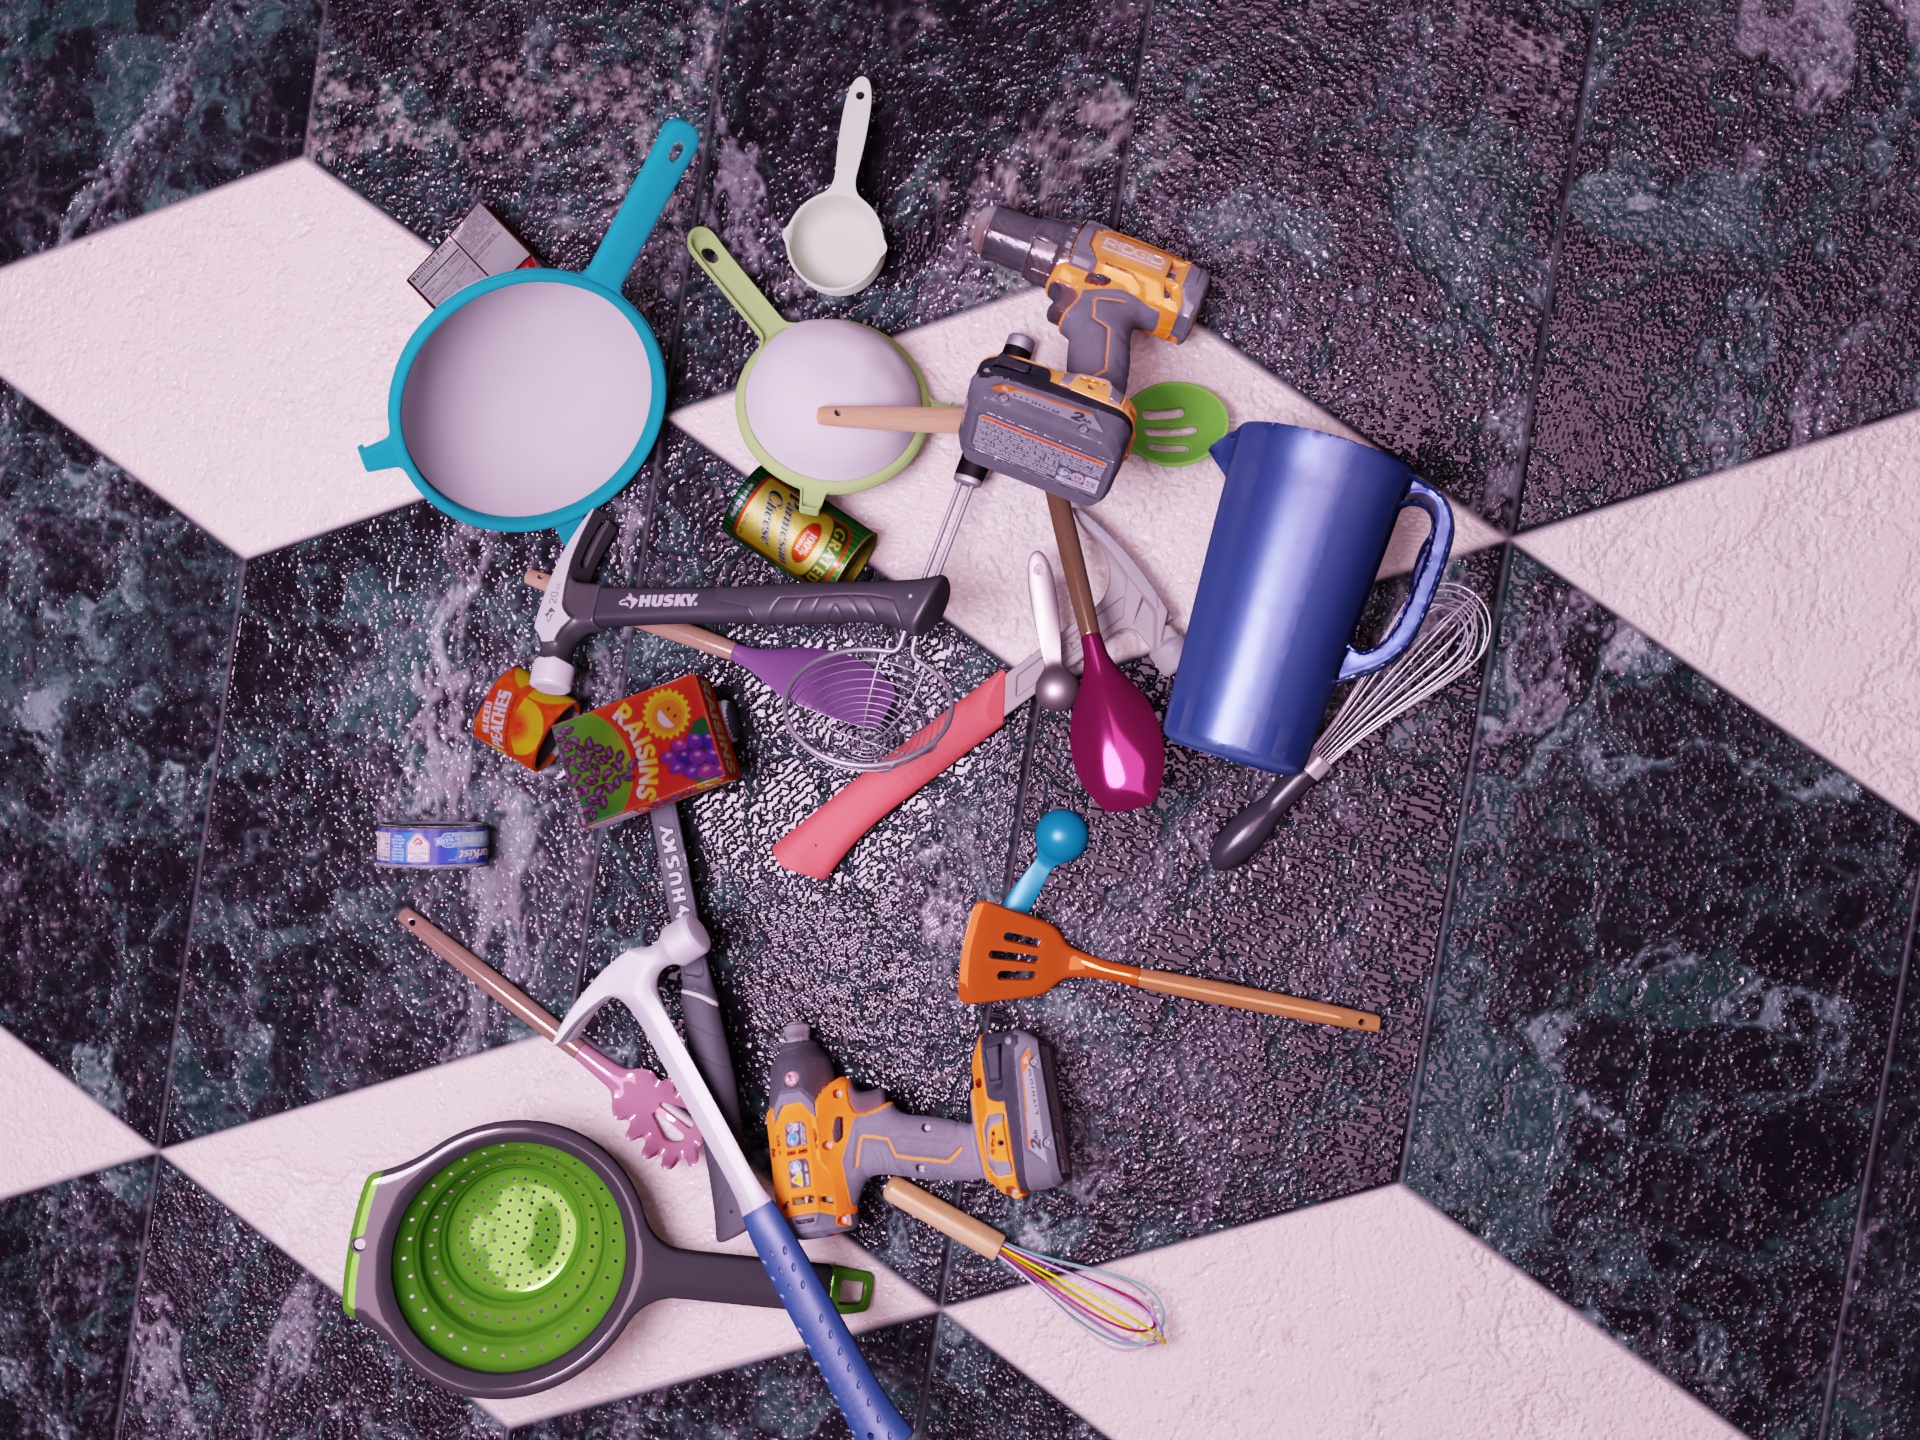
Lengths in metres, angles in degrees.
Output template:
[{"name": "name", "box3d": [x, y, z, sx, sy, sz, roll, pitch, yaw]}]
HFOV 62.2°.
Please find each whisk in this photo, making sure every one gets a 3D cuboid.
[{"name": "whisk", "box3d": [0.289, 0.009, 1.199, 0.070, 0.070, 0.284, 43, 100, 4]}, {"name": "whisk", "box3d": [0.051, 0.418, 1.233, 0.245, 0.047, 0.051, 27, 95, 8]}]

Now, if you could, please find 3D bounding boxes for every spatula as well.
[{"name": "spatula", "box3d": [-0.202, -0.065, 1.261, 0.316, 0.018, 0.060, 19, 58, 8]}, {"name": "spatula", "box3d": [0.161, 0.204, 1.219, 0.322, 0.041, 0.081, 10, 91, 5]}]

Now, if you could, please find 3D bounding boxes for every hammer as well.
[{"name": "hammer", "box3d": [-0.212, 0.197, 1.238, 0.149, 0.036, 0.409, -13, 82, 8]}, {"name": "hammer", "box3d": [-0.166, -0.092, 1.190, 0.335, 0.035, 0.146, 0, 70, 21]}, {"name": "hammer", "box3d": [-0.002, -0.004, 1.236, 0.359, 0.036, 0.149, -37, 87, 5]}, {"name": "hammer", "box3d": [-0.160, 0.354, 1.177, 0.144, 0.035, 0.406, -34, 79, 11]}]

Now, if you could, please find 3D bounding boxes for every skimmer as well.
[{"name": "skimmer", "box3d": [-0.022, -0.132, 1.191, 0.127, 0.090, 0.363, 20, 85, 16]}]

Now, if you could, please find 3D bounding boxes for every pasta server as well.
[{"name": "pasta server", "box3d": [-0.327, 0.248, 1.273, 0.316, 0.040, 0.060, 36, 82, 6]}]

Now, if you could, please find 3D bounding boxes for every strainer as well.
[{"name": "strainer", "box3d": [-0.128, -0.292, 1.210, 0.151, 0.069, 0.256, -36, 81, -16]}, {"name": "strainer", "box3d": [-0.305, -0.308, 1.198, 0.340, 0.210, 0.095, -56, 47, 13]}]

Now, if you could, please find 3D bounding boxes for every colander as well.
[{"name": "colander", "box3d": [-0.269, 0.422, 1.252, 0.397, 0.094, 0.204, 10, 83, -12]}]

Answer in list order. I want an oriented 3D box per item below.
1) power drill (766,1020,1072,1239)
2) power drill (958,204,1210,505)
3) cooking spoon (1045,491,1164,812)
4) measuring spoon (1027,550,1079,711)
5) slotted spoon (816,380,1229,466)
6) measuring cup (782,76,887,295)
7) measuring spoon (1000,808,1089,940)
[{"name": "power drill", "box3d": [-0.040, 0.298, 1.218, 0.226, 0.084, 0.164, -12, 73, 10]}, {"name": "power drill", "box3d": [0.068, -0.282, 1.164, 0.185, 0.084, 0.226, 22, 58, 3]}, {"name": "cooking spoon", "box3d": [0.091, -0.088, 1.189, 0.069, 0.017, 0.319, -15, 79, 12]}, {"name": "measuring spoon", "box3d": [0.066, -0.068, 1.202, 0.034, 0.018, 0.124, -9, 89, 5]}, {"name": "slotted spoon", "box3d": [0.049, -0.224, 1.188, 0.313, 0.031, 0.070, -1, 76, -13]}, {"name": "measuring cup", "box3d": [-0.088, -0.413, 1.241, 0.083, 0.038, 0.167, 10, 90, 6]}, {"name": "measuring spoon", "box3d": [0.055, 0.127, 1.238, 0.042, 0.021, 0.128, 33, 93, 5]}]
